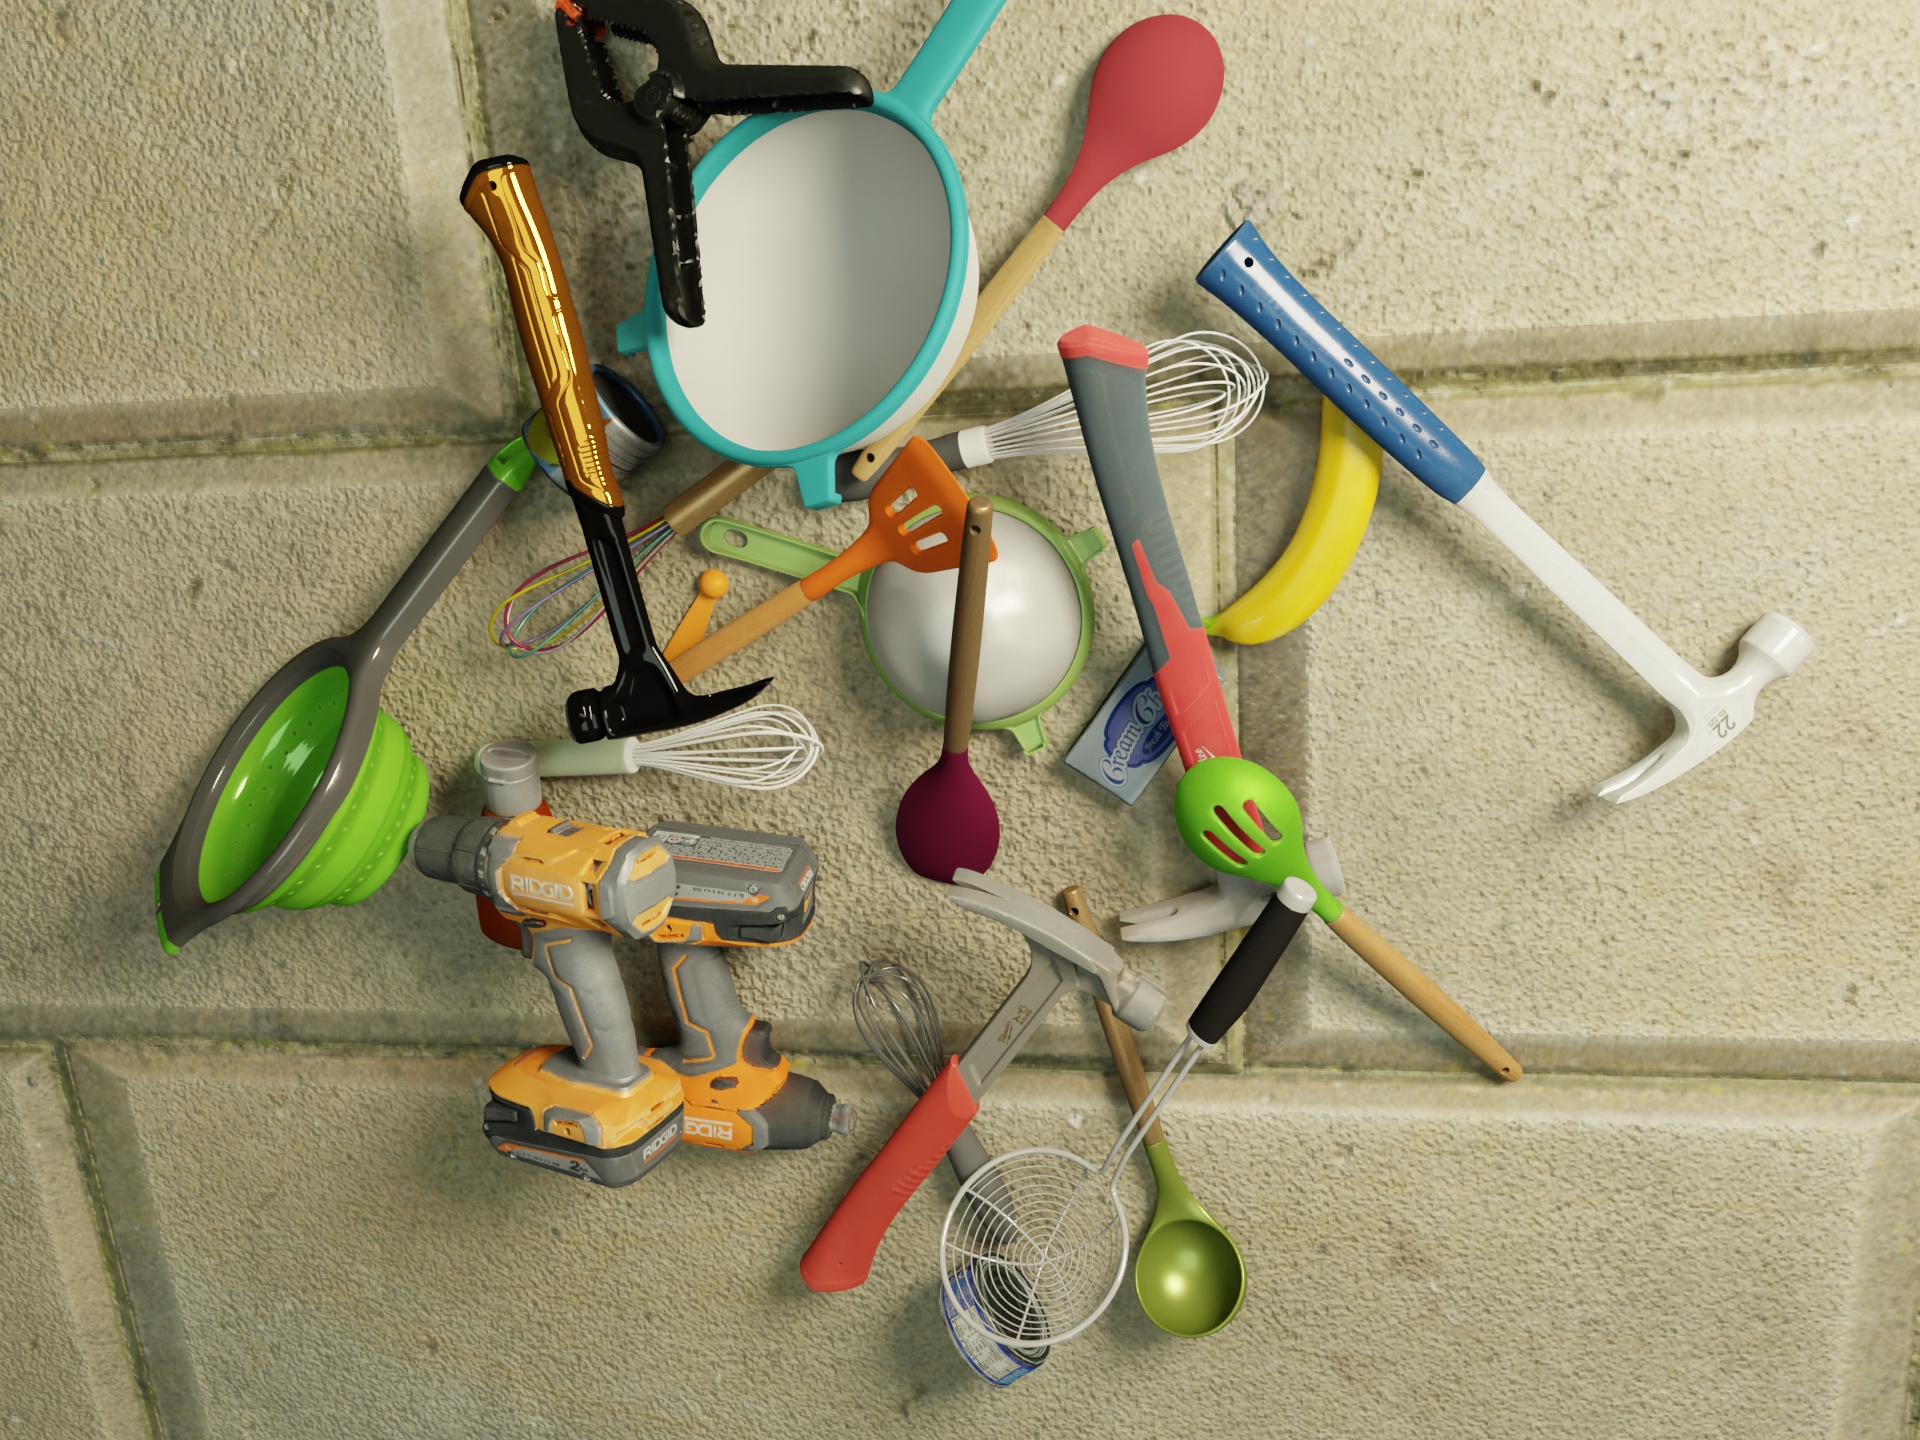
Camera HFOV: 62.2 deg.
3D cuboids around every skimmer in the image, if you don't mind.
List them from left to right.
[{"bbox_3d":[0.103,0.241,0.986,0.127,0.090,0.363,49,124,35],"label":"skimmer"}]

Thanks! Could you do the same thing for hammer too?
[{"bbox_3d":[-0.211,-0.155,0.920,0.127,0.034,0.336,-11,104,13],"label":"hammer"},{"bbox_3d":[-0.023,0.255,1.037,0.149,0.037,0.359,31,120,-5],"label":"hammer"},{"bbox_3d":[0.112,-0.039,0.928,0.143,0.038,0.386,-16,115,10],"label":"hammer"},{"bbox_3d":[0.288,-0.119,0.888,0.405,0.035,0.144,41,94,-8],"label":"hammer"}]

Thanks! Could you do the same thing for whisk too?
[{"bbox_3d":[-0.208,0.022,1.044,0.246,0.059,0.058,-3,70,14],"label":"whisk"},{"bbox_3d":[-0.196,-0.111,0.984,0.245,0.051,0.047,-33,117,15],"label":"whisk"},{"bbox_3d":[-0.014,0.263,1.087,0.055,0.055,0.238,-20,107,15],"label":"whisk"},{"bbox_3d":[0.040,-0.169,0.937,0.284,0.070,0.070,-10,105,18],"label":"whisk"}]

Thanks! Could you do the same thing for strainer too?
[{"bbox_3d":[-0.047,-0.075,0.969,0.256,0.069,0.151,18,110,6],"label":"strainer"},{"bbox_3d":[-0.033,-0.288,0.884,0.211,0.095,0.340,41,102,27],"label":"strainer"}]

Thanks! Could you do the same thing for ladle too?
[{"bbox_3d":[0.036,-0.262,0.903,0.069,0.031,0.315,39,105,0],"label":"ladle"},{"bbox_3d":[0.118,0.262,1.056,0.078,0.062,0.320,-14,102,21],"label":"ladle"}]

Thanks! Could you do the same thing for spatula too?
[{"bbox_3d":[-0.113,-0.065,0.955,0.322,0.041,0.081,-28,101,31],"label":"spatula"}]

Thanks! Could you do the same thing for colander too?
[{"bbox_3d":[-0.365,-0.008,1.032,0.094,0.205,0.397,35,95,-38],"label":"colander"}]

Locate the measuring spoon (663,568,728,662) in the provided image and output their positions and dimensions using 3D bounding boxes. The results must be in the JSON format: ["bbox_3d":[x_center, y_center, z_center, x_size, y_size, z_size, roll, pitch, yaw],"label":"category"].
[{"bbox_3d":[-0.181,-0.046,1.032,0.021,0.011,0.117,29,110,0],"label":"measuring spoon"}]

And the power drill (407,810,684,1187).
[{"bbox_3d":[-0.264,0.165,1.008,0.185,0.084,0.226,8,110,25],"label":"power drill"}]

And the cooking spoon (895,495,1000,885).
[{"bbox_3d":[-0.001,-0.003,0.944,0.069,0.017,0.318,13,135,7],"label":"cooking spoon"}]

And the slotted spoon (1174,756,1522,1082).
[{"bbox_3d":[0.247,0.132,0.975,0.313,0.031,0.070,41,114,-19],"label":"slotted spoon"}]

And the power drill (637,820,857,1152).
[{"bbox_3d":[-0.147,0.190,1.067,0.164,0.084,0.226,7,113,7],"label":"power drill"}]
